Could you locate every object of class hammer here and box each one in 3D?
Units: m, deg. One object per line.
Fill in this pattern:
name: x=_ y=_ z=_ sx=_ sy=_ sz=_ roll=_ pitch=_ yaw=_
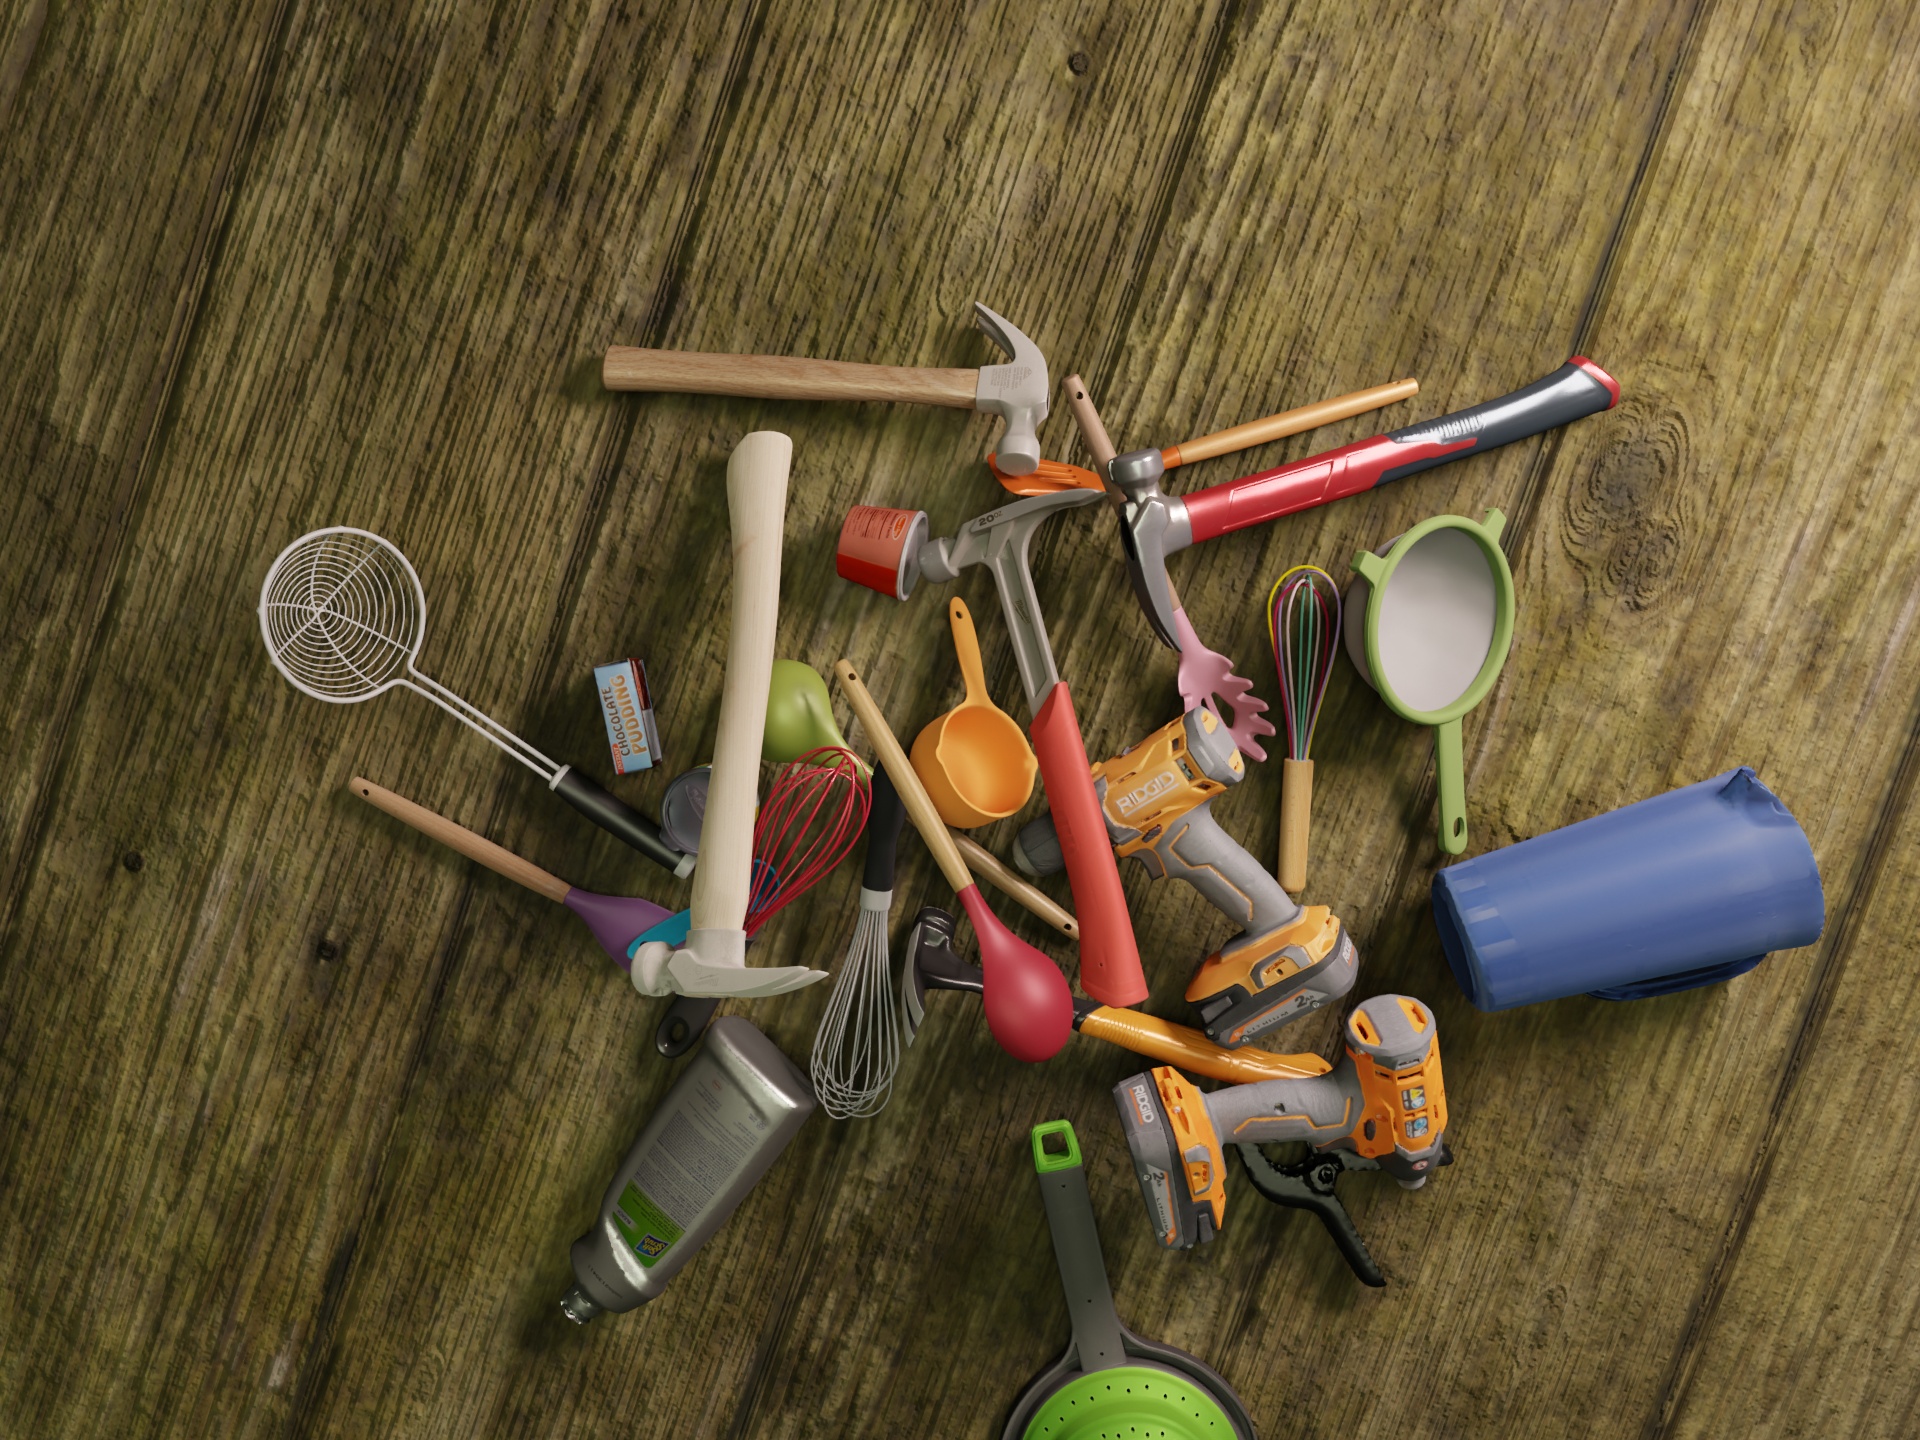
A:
hammer: x=0.079 y=0.022 z=1.120 sx=0.149 sy=0.036 sz=0.359 roll=-17 pitch=86 yaw=28
hammer: x=-0.145 y=-0.012 z=1.119 sx=0.146 sy=0.038 sz=0.411 roll=-6 pitch=72 yaw=31
hammer: x=0.120 y=0.230 z=1.169 sx=0.337 sy=0.127 sz=0.034 roll=18 pitch=120 yaw=-6
hammer: x=0.299 y=-0.170 z=1.138 sx=0.386 sy=0.038 sz=0.143 roll=-18 pitch=105 yaw=-10
hammer: x=-0.099 y=-0.251 z=1.164 sx=0.331 sy=0.031 sz=0.130 roll=5 pitch=66 yaw=7

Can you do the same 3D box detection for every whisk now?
whisk: x=-0.151 y=0.138 z=1.166 sx=0.073 sy=0.073 sz=0.295 roll=33 pitch=110 yaw=-1
whisk: x=-0.066 y=0.160 z=1.171 sx=0.070 sy=0.070 sz=0.284 roll=8 pitch=101 yaw=0
whisk: x=0.249 y=0.007 z=1.184 sx=0.047 sy=0.051 sz=0.245 roll=0 pitch=98 yaw=-8

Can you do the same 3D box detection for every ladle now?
ladle: x=-0.009 y=0.094 z=1.114 sx=0.069 sy=0.031 sz=0.315 roll=-26 pitch=82 yaw=-29
ladle: x=-0.036 y=0.066 z=1.197 sx=0.320 sy=0.062 sz=0.078 roll=37 pitch=96 yaw=-8

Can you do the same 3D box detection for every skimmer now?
skimmer: x=-0.343 y=-0.002 z=1.168 sx=0.363 sy=0.090 sz=0.127 roll=35 pitch=62 yaw=-3

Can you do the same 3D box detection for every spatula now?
spatula: x=-0.323 y=0.123 z=1.210 sx=0.316 sy=0.018 sz=0.060 roll=28 pitch=95 yaw=-1
spatula: x=0.182 y=-0.210 z=1.169 sx=0.322 sy=0.081 sz=0.041 roll=-17 pitch=121 yaw=-3

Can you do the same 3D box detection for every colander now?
colander: x=0.111 y=0.500 z=1.184 sx=0.204 sy=0.094 sz=0.397 roll=-13 pitch=93 yaw=2

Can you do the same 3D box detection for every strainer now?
strainer: x=0.336 y=-0.026 z=1.172 sx=0.151 sy=0.069 sz=0.256 roll=-19 pitch=110 yaw=-29

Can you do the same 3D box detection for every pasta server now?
pasta server: x=0.144 y=-0.102 z=1.143 sx=0.060 sy=0.040 sz=0.316 roll=-29 pitch=110 yaw=-6

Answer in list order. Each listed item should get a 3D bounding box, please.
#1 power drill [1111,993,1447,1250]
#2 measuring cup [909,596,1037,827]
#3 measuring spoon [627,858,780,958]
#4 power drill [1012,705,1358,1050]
power drill: x=0.235 y=0.296 z=1.131 sx=0.226 sy=0.084 sz=0.164 roll=-17 pitch=120 yaw=0
measuring cup: x=-0.002 y=-0.004 z=1.180 sx=0.095 sy=0.052 sz=0.174 roll=6 pitch=66 yaw=-38
measuring spoon: x=-0.195 y=0.144 z=1.205 sx=0.128 sy=0.021 sz=0.042 roll=-29 pitch=104 yaw=0
power drill: x=0.160 y=0.125 z=1.163 sx=0.185 sy=0.084 sz=0.226 roll=-33 pitch=93 yaw=23
